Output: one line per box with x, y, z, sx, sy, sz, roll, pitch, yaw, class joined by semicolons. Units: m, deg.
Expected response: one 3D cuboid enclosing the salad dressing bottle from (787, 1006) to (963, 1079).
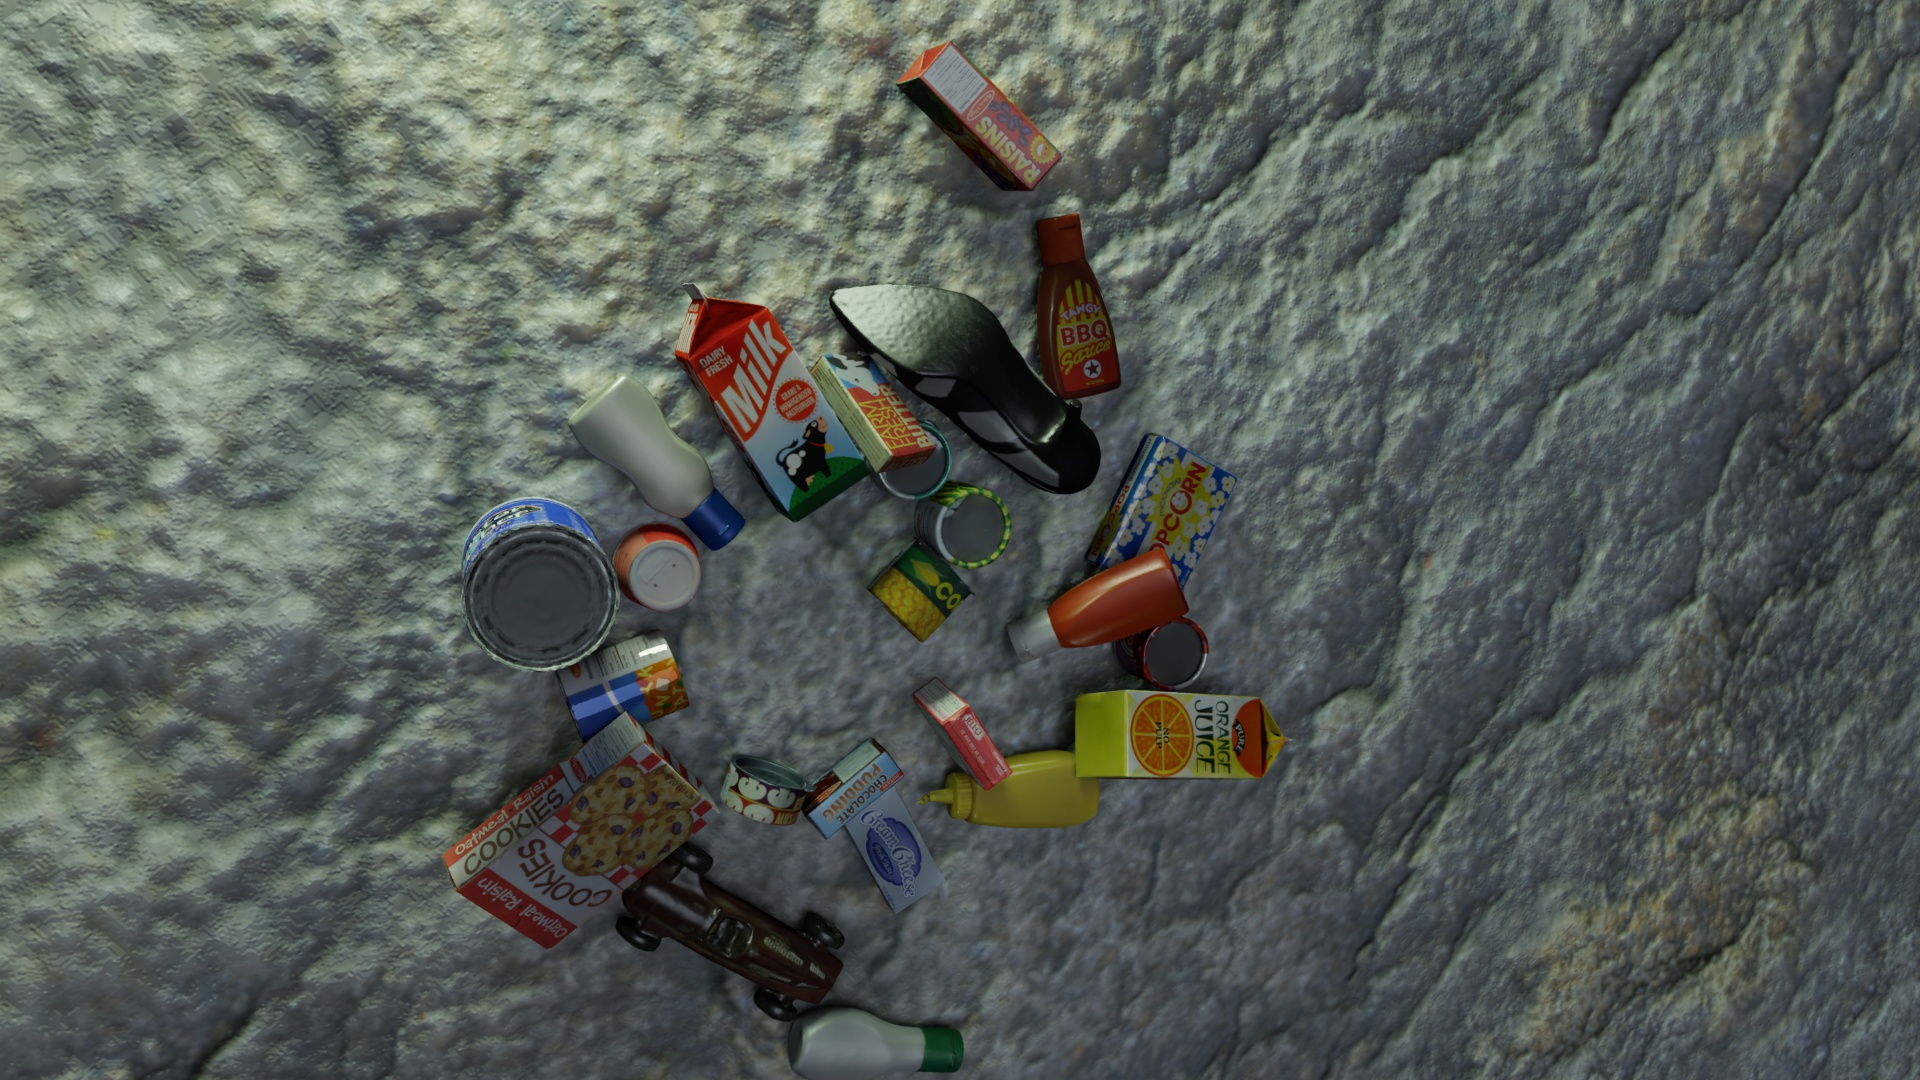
-0.071;0.434;1.188;0.148;0.044;0.064;11;93;-22;salad dressing bottle

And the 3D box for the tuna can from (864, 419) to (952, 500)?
-0.040;-0.068;1.127;0.071;0.033;0.071;-3;100;-19;tuna can

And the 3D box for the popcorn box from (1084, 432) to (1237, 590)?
0.174;-0.019;1.209;0.085;0.038;0.126;27;89;-22;popcorn box

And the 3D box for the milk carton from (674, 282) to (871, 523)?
-0.154;-0.114;1.058;0.073;0.072;0.190;-35;108;-11;milk carton

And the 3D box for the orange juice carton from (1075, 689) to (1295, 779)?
0.197;0.172;1.209;0.193;0.071;0.073;7;77;-31;orange juice carton

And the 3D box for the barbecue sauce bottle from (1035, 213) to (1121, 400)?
0.091;-0.193;1.150;0.065;0.044;0.148;-14;102;-18;barbecue sauce bottle

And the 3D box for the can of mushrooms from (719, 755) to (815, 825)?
-0.154;0.200;1.108;0.071;0.071;0.033;19;93;-21;can of mushrooms

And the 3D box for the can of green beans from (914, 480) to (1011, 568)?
0.002;-0.014;1.137;0.071;0.058;0.071;-3;100;-19;can of green beans

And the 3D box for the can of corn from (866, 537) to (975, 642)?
-0.032;0.042;1.127;0.058;0.071;0.071;-46;110;-7;can of corn

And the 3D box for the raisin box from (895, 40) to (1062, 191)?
0.014;-0.327;1.078;0.123;0.086;0.040;41;90;-20;raisin box

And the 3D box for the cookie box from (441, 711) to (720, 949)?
-0.282;0.222;1.047;0.168;0.040;0.122;-38;139;-7;cookie box

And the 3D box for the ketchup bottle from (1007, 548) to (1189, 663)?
0.114;0.061;1.171;0.149;0.044;0.064;-23;126;7;ketchup bottle

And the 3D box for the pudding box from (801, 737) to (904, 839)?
-0.092;0.202;1.141;0.084;0.049;0.030;-38;107;-11;pudding box

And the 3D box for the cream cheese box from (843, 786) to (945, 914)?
-0.059;0.258;1.175;0.053;0.024;0.103;-31;107;-14;cream cheese box

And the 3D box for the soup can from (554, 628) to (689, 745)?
-0.257;0.115;1.060;0.084;0.071;0.071;-21;105;-16;soup can

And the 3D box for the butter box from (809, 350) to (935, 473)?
-0.069;-0.100;1.078;0.053;0.024;0.103;-16;66;-49;butter box

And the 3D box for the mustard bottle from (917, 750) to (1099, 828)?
0.039;0.215;1.190;0.160;0.049;0.065;1;94;-19;mustard bottle

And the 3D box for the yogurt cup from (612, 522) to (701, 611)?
-0.229;0.023;1.062;0.072;0.054;0.072;-3;99;-19;yogurt cup

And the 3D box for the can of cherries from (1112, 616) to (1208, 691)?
0.173;0.092;1.214;0.071;0.058;0.071;-3;100;-20;can of cherries

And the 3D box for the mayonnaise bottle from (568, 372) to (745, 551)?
-0.227;-0.055;1.059;0.065;0.041;0.148;-44;111;-7;mayonnaise bottle
